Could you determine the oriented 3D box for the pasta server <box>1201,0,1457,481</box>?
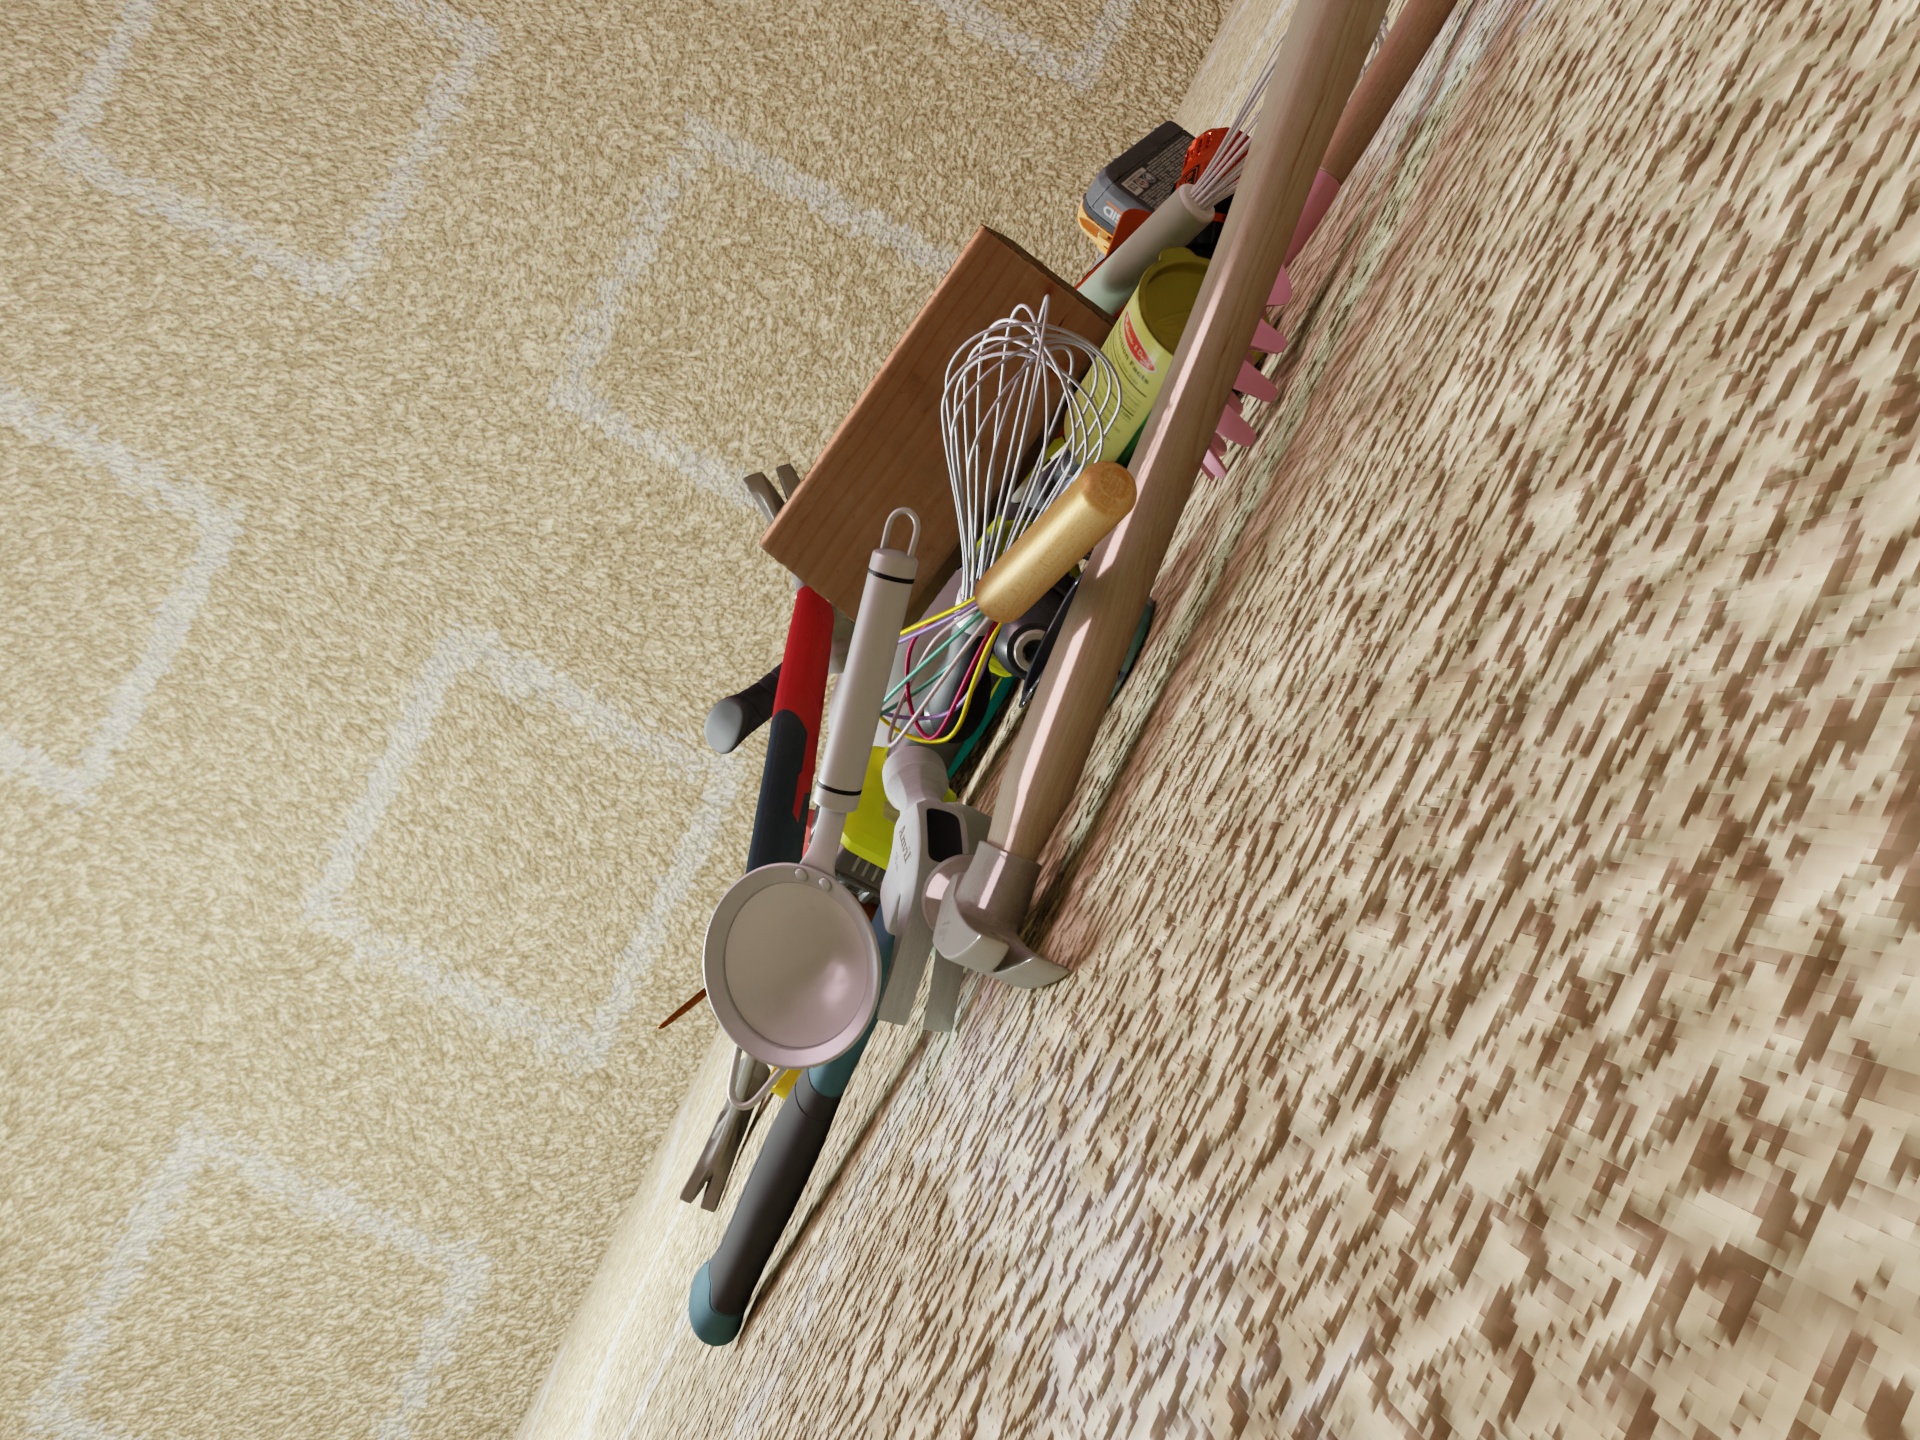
[{"bbox_3d":[0.174,-0.247,0.667,0.316,0.040,0.060,-59,5,2],"label":"pasta server"}]

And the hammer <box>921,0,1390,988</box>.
[{"bbox_3d":[0.080,-0.100,0.592,0.146,0.038,0.410,180,111,-82],"label":"hammer"}]

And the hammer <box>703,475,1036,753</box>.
[{"bbox_3d":[-0.069,-0.076,1.216,0.335,0.035,0.146,-41,-13,-34],"label":"hammer"}]

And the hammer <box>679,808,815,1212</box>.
[{"bbox_3d":[-0.148,0.215,1.223,0.149,0.036,0.358,-70,0,-56],"label":"hammer"}]

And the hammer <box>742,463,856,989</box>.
[{"bbox_3d":[-0.096,0.002,0.860,0.387,0.038,0.143,-90,-19,-56],"label":"hammer"}]

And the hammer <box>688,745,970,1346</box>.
[{"bbox_3d":[-0.068,0.178,0.759,0.128,0.033,0.331,-106,35,-56],"label":"hammer"}]

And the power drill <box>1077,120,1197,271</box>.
[{"bbox_3d":[0.130,-0.342,1.222,0.185,0.084,0.226,-46,-8,-36],"label":"power drill"}]

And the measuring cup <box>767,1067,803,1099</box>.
[{"bbox_3d":[-0.061,0.177,0.925,0.156,0.029,0.062,-44,11,37],"label":"measuring cup"}]

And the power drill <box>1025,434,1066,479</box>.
[{"bbox_3d":[-0.010,-0.187,1.143,0.171,0.080,0.223,-44,20,-23],"label":"power drill"}]

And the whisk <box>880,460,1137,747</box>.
[{"bbox_3d":[0.011,-0.039,0.634,0.051,0.047,0.245,-19,-10,-27],"label":"whisk"}]

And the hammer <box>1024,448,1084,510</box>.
[{"bbox_3d":[0.088,-0.194,1.203,0.149,0.036,0.409,-65,5,-3],"label":"hammer"}]

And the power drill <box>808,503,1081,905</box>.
[{"bbox_3d":[-0.001,-0.003,0.906,0.228,0.080,0.191,-59,11,19],"label":"power drill"}]

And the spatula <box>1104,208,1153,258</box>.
[{"bbox_3d":[0.064,-0.253,1.184,0.322,0.081,0.041,-38,43,50],"label":"spatula"}]

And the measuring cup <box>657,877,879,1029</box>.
[{"bbox_3d":[-0.102,0.151,0.933,0.173,0.052,0.095,-34,-4,-45],"label":"measuring cup"}]

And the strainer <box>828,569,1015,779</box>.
[{"bbox_3d":[-0.045,-0.033,1.181,0.211,0.095,0.340,-58,10,-5],"label":"strainer"}]

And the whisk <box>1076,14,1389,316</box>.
[{"bbox_3d":[0.130,-0.277,0.833,0.246,0.058,0.059,-37,1,45],"label":"whisk"}]

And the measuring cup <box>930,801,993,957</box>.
[{"bbox_3d":[0.009,0.037,0.791,0.083,0.038,0.167,-107,42,-83],"label":"measuring cup"}]

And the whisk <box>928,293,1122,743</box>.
[{"bbox_3d":[0.013,-0.068,0.695,0.284,0.070,0.070,103,-171,-56],"label":"whisk"}]

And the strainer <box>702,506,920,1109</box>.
[{"bbox_3d":[-0.050,0.038,0.656,0.050,0.087,0.258,-11,-61,-63],"label":"strainer"}]
